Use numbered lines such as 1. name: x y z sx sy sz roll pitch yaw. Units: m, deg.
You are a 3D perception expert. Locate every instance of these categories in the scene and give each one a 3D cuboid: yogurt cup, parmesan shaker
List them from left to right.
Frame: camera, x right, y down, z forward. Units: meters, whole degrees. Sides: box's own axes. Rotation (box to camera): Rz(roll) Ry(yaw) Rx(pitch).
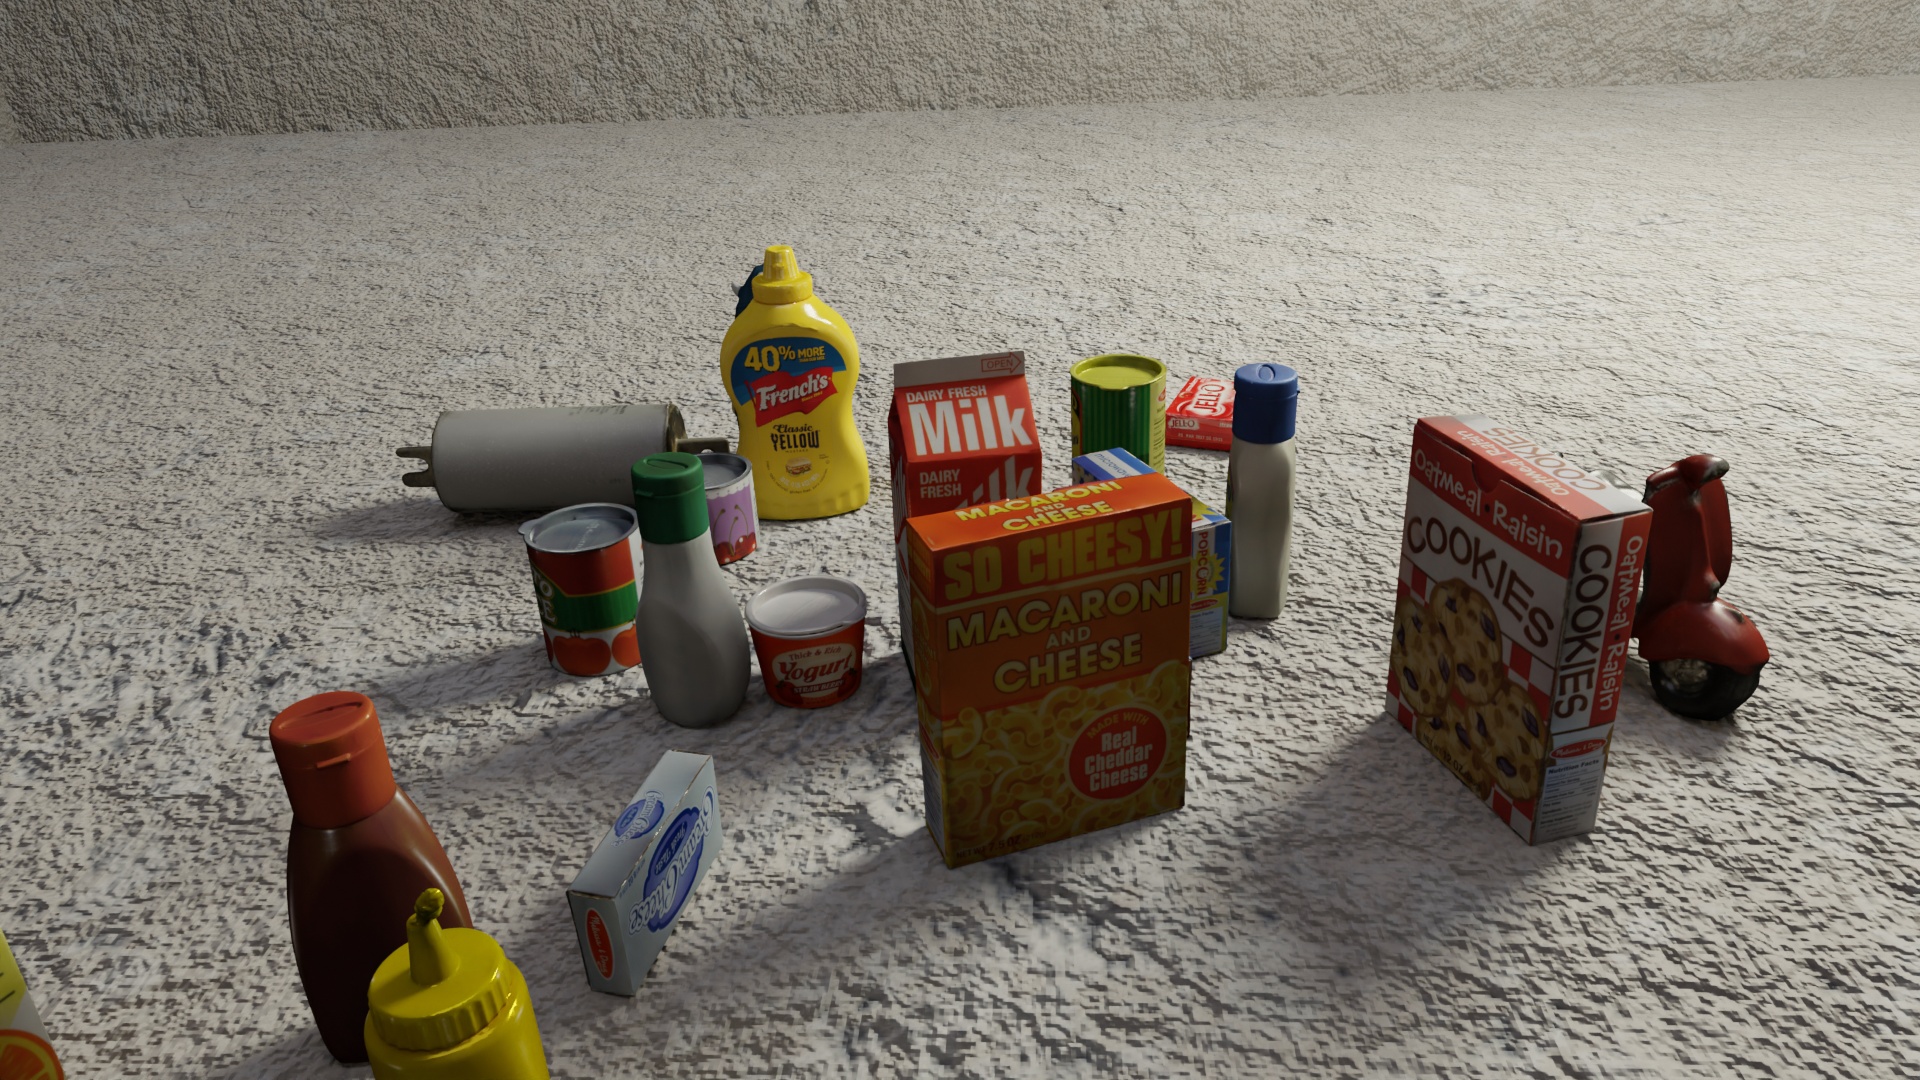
1. yogurt cup: -0.085 0.058 0.780 0.072 0.053 0.073 -2 26 1
2. parmesan shaker: 0.109 -0.070 0.966 0.071 0.102 0.071 -2 26 1

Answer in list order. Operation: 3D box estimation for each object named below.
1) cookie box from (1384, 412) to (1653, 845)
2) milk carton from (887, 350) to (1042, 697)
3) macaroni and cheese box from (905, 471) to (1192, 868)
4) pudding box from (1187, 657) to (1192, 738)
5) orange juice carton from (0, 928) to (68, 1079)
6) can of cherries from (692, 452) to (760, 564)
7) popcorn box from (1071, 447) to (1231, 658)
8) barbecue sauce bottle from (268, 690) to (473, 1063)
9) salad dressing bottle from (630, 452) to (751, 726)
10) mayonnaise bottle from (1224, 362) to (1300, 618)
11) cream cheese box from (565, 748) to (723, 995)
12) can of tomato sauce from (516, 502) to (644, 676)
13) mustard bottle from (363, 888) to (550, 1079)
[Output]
1. cookie box: 0.256 0.038 0.658 0.040 0.166 0.123 -9 27 -13
2. milk carton: 0.003 -0.009 0.753 0.072 0.189 0.074 -7 26 -9
3. macaroni and cheese box: 0.042 0.059 0.637 0.124 0.165 0.040 -11 27 -17
4. pudding box: 0.092 0.068 0.746 0.030 0.049 0.084 -12 27 -18
5. orange juice carton: -0.378 0.146 0.470 0.073 0.191 0.072 10 29 26
6. can of cherries: -0.174 -0.021 0.945 0.071 0.058 0.072 -2 26 1
7. popcorn box: 0.111 0.006 0.831 0.038 0.084 0.127 -13 28 -20
8. barbecue sauce bottle: -0.230 0.130 0.538 0.065 0.147 0.044 -15 28 -24
9. salad dressing bottle: -0.147 0.027 0.743 0.064 0.147 0.044 12 29 28
10. mayonnaise bottle: 0.178 -0.031 0.828 0.041 0.147 0.065 1 26 9
11. cream cheese box: -0.136 0.143 0.611 0.024 0.053 0.104 3 27 13
12. can of tomato sauce: -0.219 0.029 0.819 0.071 0.082 0.071 -2 26 1
13. mustard bottle: -0.154 0.171 0.434 0.049 0.159 0.065 -14 28 -23
